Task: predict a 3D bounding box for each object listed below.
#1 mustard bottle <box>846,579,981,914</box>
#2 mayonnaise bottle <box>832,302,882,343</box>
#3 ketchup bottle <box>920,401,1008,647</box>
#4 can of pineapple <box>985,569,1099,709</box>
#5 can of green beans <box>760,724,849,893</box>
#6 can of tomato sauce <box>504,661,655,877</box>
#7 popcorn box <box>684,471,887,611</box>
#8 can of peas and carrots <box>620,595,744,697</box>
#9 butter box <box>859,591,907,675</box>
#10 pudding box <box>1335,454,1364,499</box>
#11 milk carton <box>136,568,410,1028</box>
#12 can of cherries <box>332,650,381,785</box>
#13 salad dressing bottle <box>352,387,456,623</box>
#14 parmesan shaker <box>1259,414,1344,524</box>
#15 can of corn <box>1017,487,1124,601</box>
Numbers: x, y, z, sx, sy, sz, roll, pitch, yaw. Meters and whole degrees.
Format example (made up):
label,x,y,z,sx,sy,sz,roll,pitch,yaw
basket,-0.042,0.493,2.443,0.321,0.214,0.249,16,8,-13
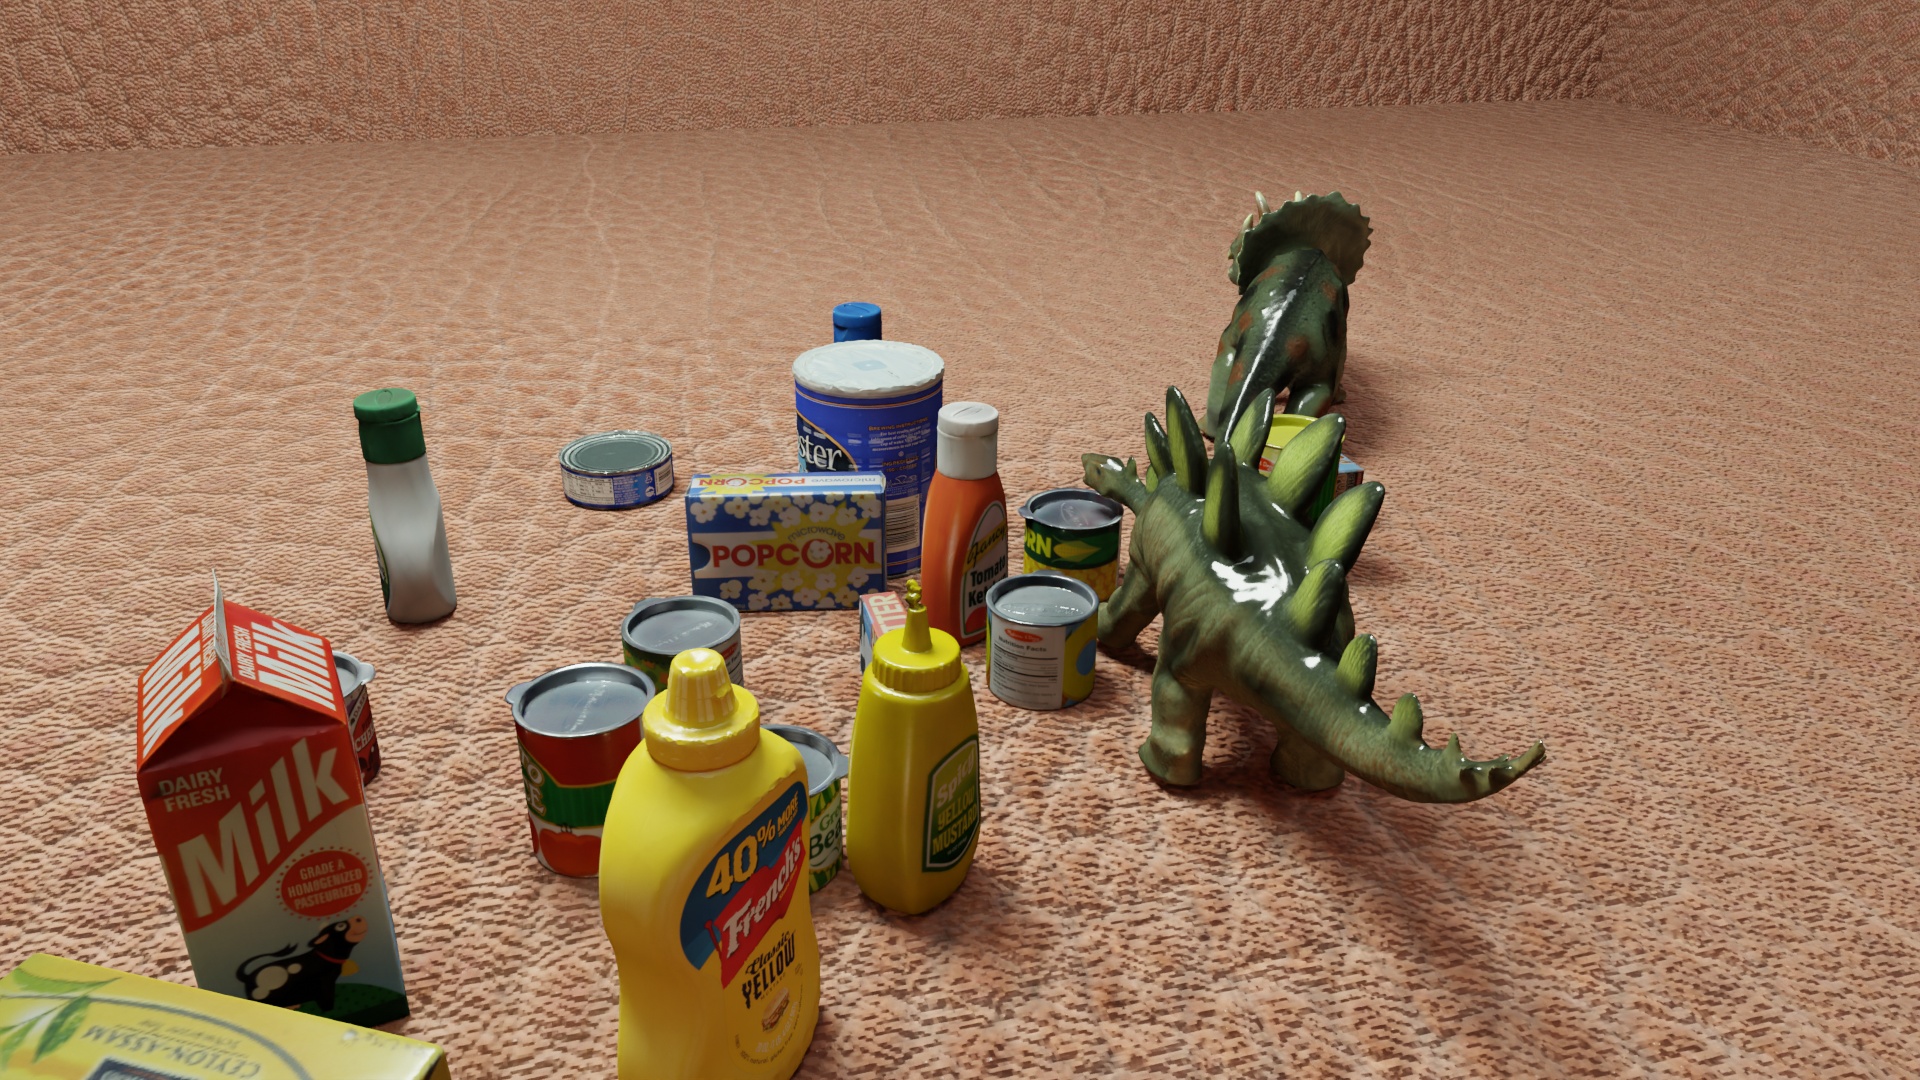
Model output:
label,x,y,z,sx,sy,sz,roll,pitch,yaw
mustard bottle,-0.021,0.092,0.633,0.049,0.159,0.065,16,29,29
mayonnaise bottle,-0.078,-0.105,1.053,0.041,0.147,0.065,-22,33,-39
ketchup bottle,0.003,-0.011,0.860,0.043,0.148,0.065,19,31,33
can of pineapple,0.049,0.058,0.822,0.071,0.057,0.071,1,26,0
can of green beans,-0.090,0.131,0.668,0.071,0.057,0.071,1,26,0
can of tomato sauce,-0.181,0.111,0.677,0.071,0.082,0.071,1,25,0
popcorn box,-0.111,0.001,0.906,0.127,0.084,0.038,-1,25,-4
can of peas and carrots,-0.158,0.071,0.789,0.071,0.058,0.071,1,26,0
butter box,-0.036,0.075,0.789,0.024,0.053,0.104,-6,27,-15
pudding box,0.269,-0.047,1.054,0.030,0.049,0.084,-7,27,-16
milk carton,-0.277,0.109,0.556,0.074,0.189,0.072,-12,28,-25
can of cherries,-0.340,0.099,0.727,0.071,0.058,0.072,1,26,0
salad dressing bottle,-0.350,-0.021,0.874,0.044,0.147,0.064,-7,27,-16
parmesan shaker,0.222,-0.028,0.954,0.071,0.102,0.071,1,25,0
can of corn,0.073,0.004,0.934,0.071,0.058,0.071,1,26,0
